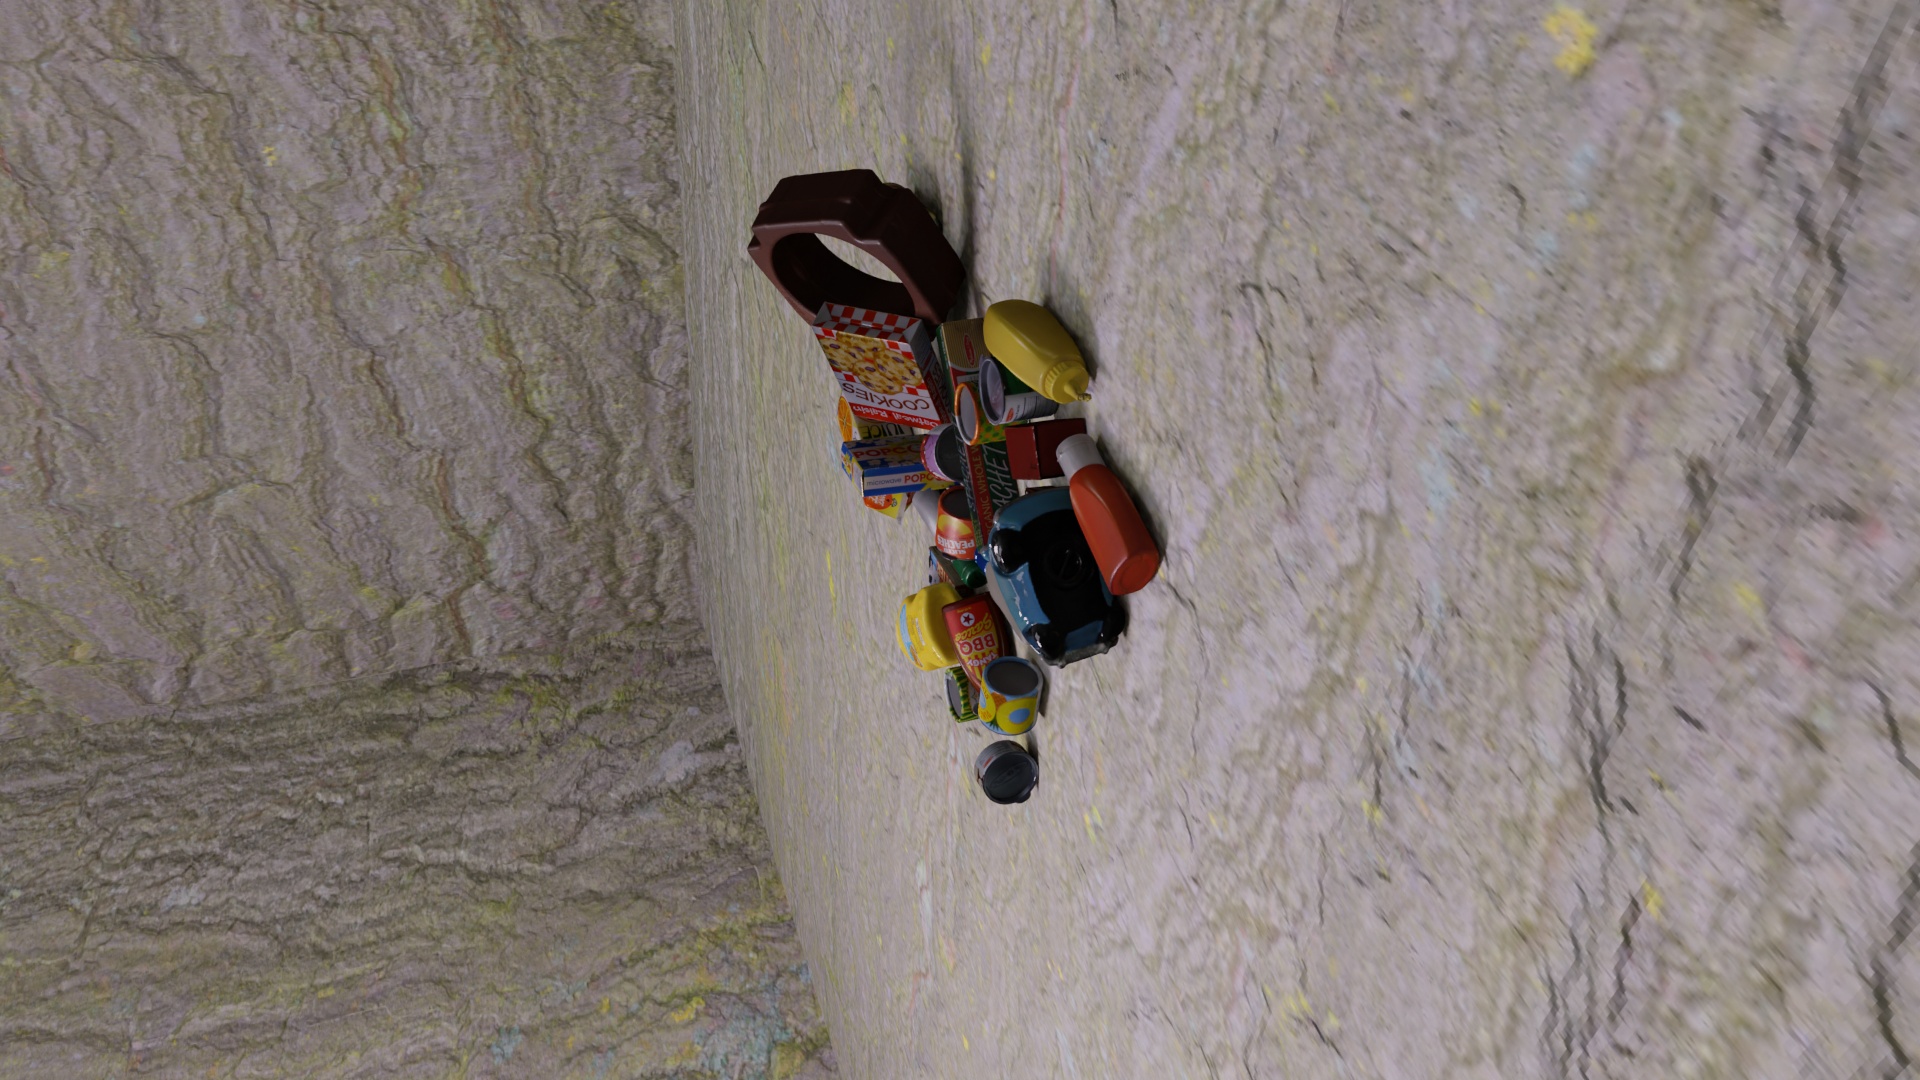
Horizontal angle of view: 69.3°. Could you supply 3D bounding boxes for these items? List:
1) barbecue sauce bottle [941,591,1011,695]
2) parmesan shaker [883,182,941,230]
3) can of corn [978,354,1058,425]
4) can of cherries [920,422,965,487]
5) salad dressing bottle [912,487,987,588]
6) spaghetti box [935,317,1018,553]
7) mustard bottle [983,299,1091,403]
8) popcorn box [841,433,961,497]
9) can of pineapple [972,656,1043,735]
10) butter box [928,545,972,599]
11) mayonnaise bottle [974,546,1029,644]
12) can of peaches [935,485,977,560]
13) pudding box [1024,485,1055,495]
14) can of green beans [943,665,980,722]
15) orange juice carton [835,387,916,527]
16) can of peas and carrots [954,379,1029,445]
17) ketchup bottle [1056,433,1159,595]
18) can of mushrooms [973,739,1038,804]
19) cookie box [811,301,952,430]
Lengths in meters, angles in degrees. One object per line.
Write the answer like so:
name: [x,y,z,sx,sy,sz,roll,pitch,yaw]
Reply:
barbecue sauce bottle: [0.029,0.135,1.566,0.044,0.065,0.148,-13,-95,-76]
parmesan shaker: [-0.071,-0.364,1.595,0.103,0.071,0.071,-125,31,-53]
can of corn: [0.055,-0.150,1.339,0.071,0.058,0.071,171,89,-72]
can of cherries: [-0.006,-0.095,1.538,0.058,0.071,0.071,-171,72,-71]
salad dressing bottle: [-0.008,-0.006,1.620,0.148,0.044,0.064,58,-175,39]
spaghetti box: [0.022,-0.110,1.476,0.028,0.050,0.250,159,101,-73]
mustard bottle: [0.076,-0.165,1.264,0.161,0.065,0.048,-125,34,-45]
popcorn box: [-0.069,-0.090,1.639,0.085,0.127,0.038,-130,37,-56]
can of pineapple: [0.052,0.167,1.493,0.071,0.071,0.057,-120,28,-47]
butter box: [-0.013,0.052,1.704,0.104,0.024,0.052,-127,31,-55]
mayonnaise bottle: [0.056,0.047,1.469,0.148,0.041,0.064,-124,32,-55]
can of peaches: [0.005,-0.019,1.539,0.071,0.071,0.057,-119,27,-45]
pudding box: [0.088,-0.010,1.358,0.050,0.030,0.083,-157,59,-70]
can of green beans: [0.018,0.175,1.619,0.071,0.058,0.071,171,89,-72]
orange juice carton: [-0.101,-0.114,1.809,0.071,0.073,0.193,110,146,-56]
can of peas and carrots: [0.032,-0.135,1.417,0.071,0.059,0.071,171,89,-72]
ketchup bottle: [0.125,-0.028,1.214,0.064,0.043,0.149,105,150,-50]
can of mushrooms: [0.051,0.260,1.551,0.033,0.071,0.070,-137,41,-62]
cookie box: [-0.083,-0.193,1.564,0.040,0.123,0.166,-65,-25,-24]
